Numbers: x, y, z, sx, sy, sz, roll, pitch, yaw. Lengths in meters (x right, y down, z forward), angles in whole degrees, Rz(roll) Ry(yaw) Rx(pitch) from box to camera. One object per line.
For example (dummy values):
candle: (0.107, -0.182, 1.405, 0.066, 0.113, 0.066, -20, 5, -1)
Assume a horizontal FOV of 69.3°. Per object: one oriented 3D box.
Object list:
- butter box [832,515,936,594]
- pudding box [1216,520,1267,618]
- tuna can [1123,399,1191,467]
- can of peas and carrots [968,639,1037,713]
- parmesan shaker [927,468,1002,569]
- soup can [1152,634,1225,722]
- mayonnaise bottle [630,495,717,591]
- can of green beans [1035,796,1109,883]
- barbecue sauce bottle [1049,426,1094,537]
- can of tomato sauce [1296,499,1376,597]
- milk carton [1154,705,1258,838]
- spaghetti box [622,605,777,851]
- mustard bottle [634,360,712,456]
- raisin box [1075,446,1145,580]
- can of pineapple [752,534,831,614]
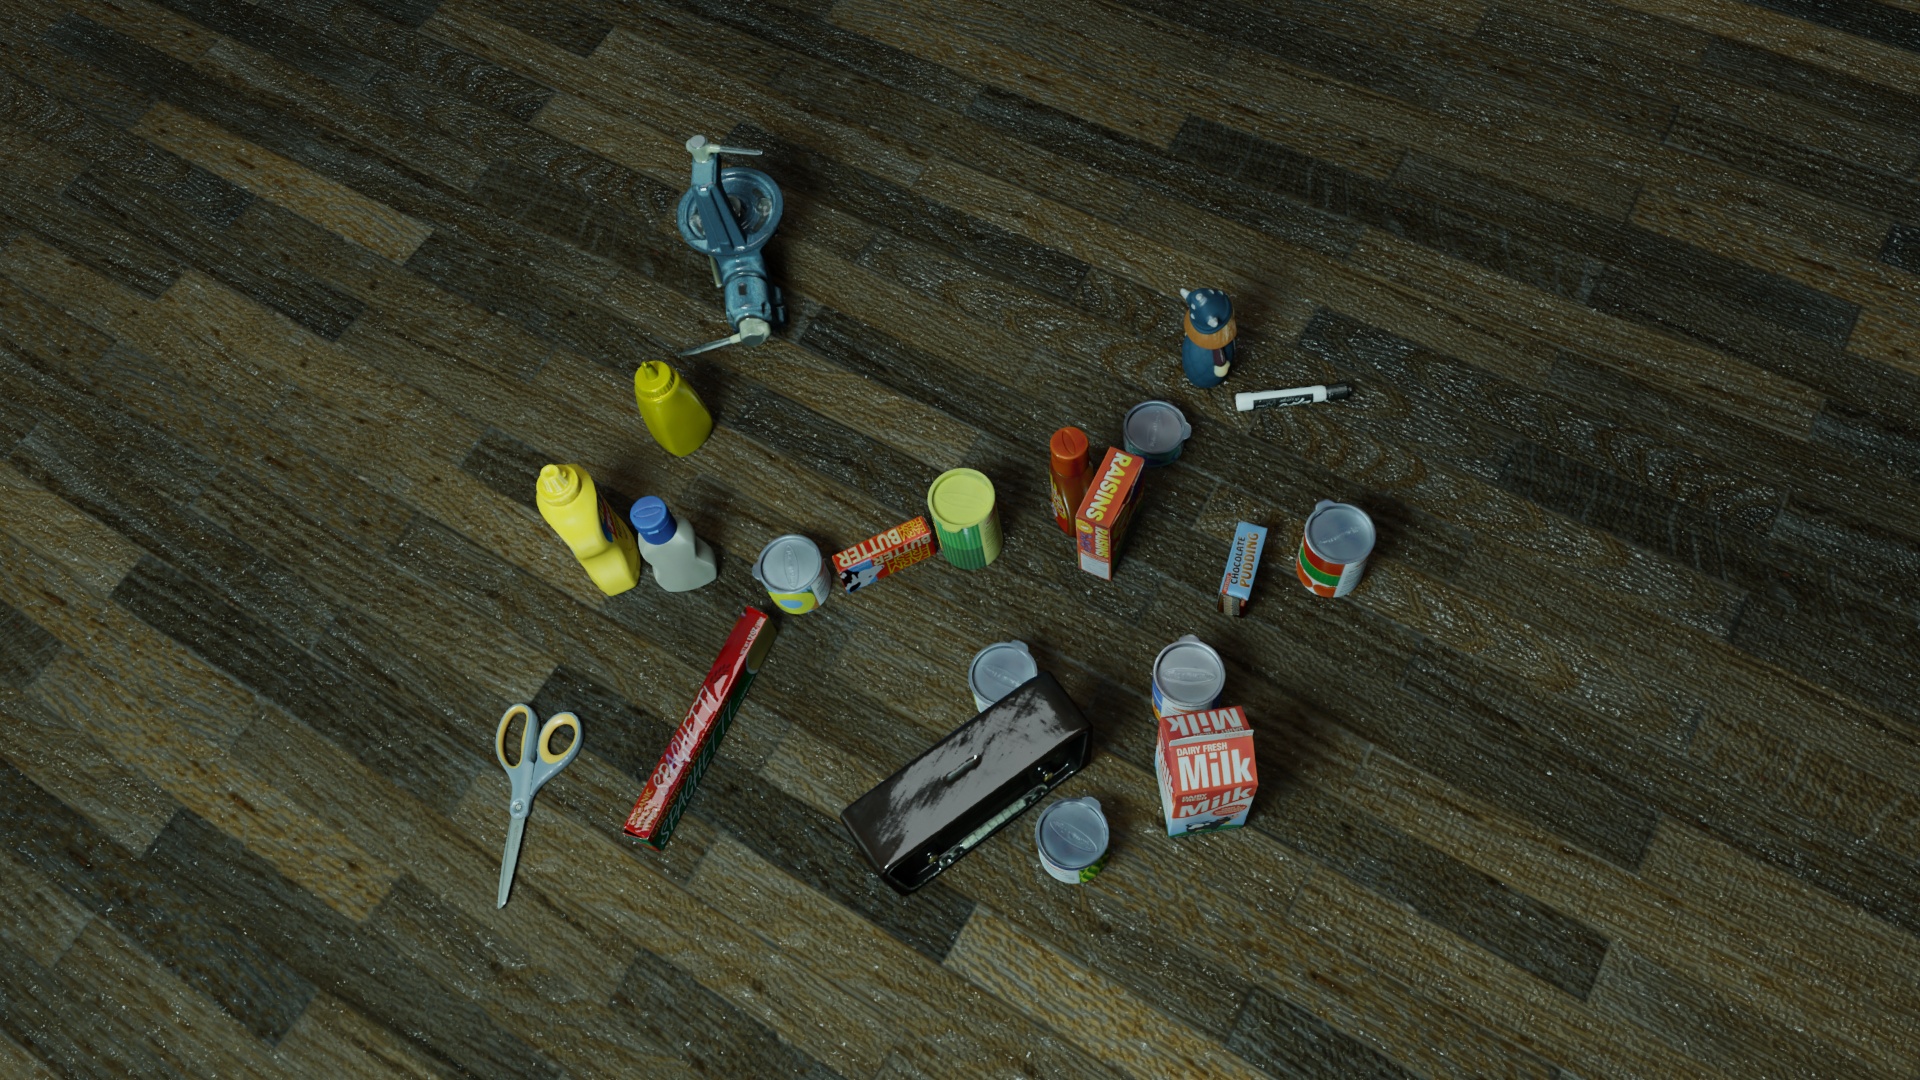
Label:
butter box: (-0.077, 0.015, 1.423, 0.103, 0.053, 0.024, -25, 64, -6)
pudding box: (0.279, 0.029, 1.378, 0.030, 0.049, 0.084, 15, 66, 13)
tuna can: (0.207, -0.112, 1.466, 0.071, 0.032, 0.071, -2, 63, 5)
can of peas and carrots: (0.044, 0.137, 1.345, 0.071, 0.058, 0.071, -3, 64, 5)
parmesan shaker: (0.005, -0.018, 1.402, 0.071, 0.102, 0.071, -3, 64, 5)
soup can: (0.215, 0.137, 1.312, 0.071, 0.083, 0.071, -3, 64, 5)
mayonnaise bottle: (-0.292, 0.004, 1.399, 0.065, 0.147, 0.041, -15, 63, -1)
can of green beans: (0.103, 0.275, 1.270, 0.071, 0.057, 0.071, -3, 64, 5)
barbecue sauce bottle: (0.111, -0.061, 1.386, 0.044, 0.148, 0.065, -18, 63, -2)
can of tomato sauce: (0.365, 0.009, 1.360, 0.071, 0.082, 0.071, -3, 64, 5)
milk carton: (0.215, 0.200, 1.221, 0.072, 0.189, 0.074, -9, 63, 2)
spaghetti box: (-0.252, 0.183, 1.360, 0.029, 0.050, 0.251, 20, 67, 15)
mustard bottle: (-0.310, -0.149, 1.470, 0.049, 0.159, 0.065, 40, 74, 22)
raisin box: (0.149, -0.025, 1.378, 0.040, 0.123, 0.086, 22, 69, 16)
can of pineapple: (-0.171, 0.035, 1.420, 0.071, 0.057, 0.071, -3, 64, 5)
